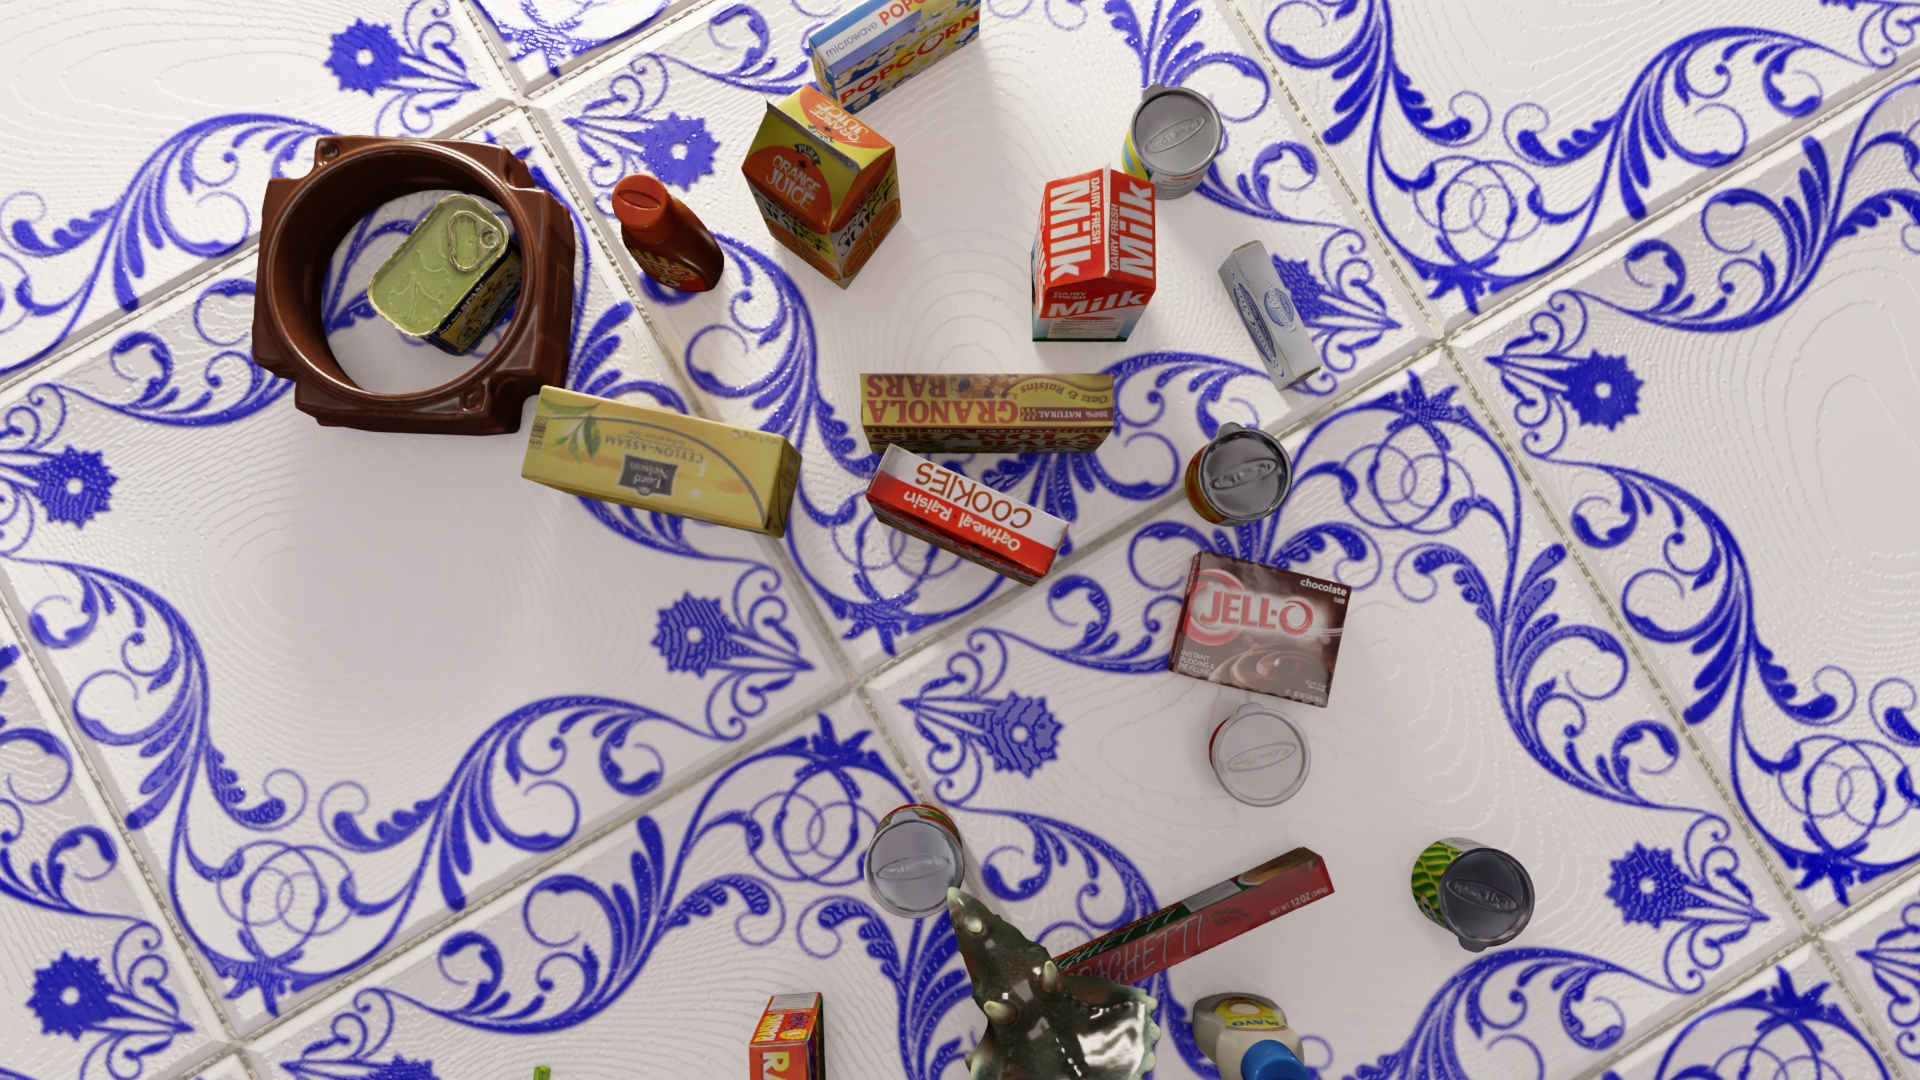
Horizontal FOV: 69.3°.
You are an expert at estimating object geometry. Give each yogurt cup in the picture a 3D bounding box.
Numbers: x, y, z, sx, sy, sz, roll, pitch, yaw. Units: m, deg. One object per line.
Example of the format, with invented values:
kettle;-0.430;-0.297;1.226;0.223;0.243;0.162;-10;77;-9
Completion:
yogurt cup;0.206;0.150;0.974;0.072;0.054;0.072;0;85;-1

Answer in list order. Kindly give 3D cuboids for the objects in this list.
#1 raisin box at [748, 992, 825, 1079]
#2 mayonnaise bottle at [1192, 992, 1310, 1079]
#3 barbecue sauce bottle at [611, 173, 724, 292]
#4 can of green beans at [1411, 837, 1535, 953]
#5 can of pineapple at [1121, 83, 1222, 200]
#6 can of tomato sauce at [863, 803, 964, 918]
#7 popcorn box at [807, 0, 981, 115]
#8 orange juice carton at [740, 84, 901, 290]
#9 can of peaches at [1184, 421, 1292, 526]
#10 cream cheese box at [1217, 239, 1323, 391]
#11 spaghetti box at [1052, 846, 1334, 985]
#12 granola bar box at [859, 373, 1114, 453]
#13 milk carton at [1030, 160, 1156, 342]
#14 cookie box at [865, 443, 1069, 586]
raisin box;-0.112;0.358;0.917;0.040;0.123;0.086;-2;85;-1
mayonnaise bottle;0.194;0.334;0.910;0.065;0.148;0.041;-1;86;-1
barbecue sauce bottle;-0.204;-0.211;0.953;0.065;0.148;0.043;17;86;1
can of green beans;0.355;0.243;0.966;0.071;0.058;0.071;0;85;-1
can of pineapple;0.152;-0.289;1.011;0.071;0.058;0.071;0;85;-1
can of tomato sauce;-0.032;0.215;0.950;0.071;0.083;0.071;0;85;-1
popcorn box;-0.046;-0.363;1.001;0.127;0.085;0.038;-33;87;-3
orange juice carton;-0.091;-0.240;0.935;0.072;0.192;0.073;37;86;2
can of peaches;0.196;-0.046;0.989;0.071;0.058;0.071;0;85;-1
cream cheese box;0.223;-0.161;1.002;0.024;0.053;0.104;-25;86;-2
spaghetti box;0.137;0.278;0.964;0.250;0.050;0.028;-23;86;-3
granola bar box;0.017;-0.085;0.957;0.166;0.124;0.039;0;86;-1
milk carton;0.089;-0.189;0.934;0.073;0.190;0.072;0;86;-1
cookie box;0.003;-0.012;0.929;0.123;0.167;0.040;24;86;1
